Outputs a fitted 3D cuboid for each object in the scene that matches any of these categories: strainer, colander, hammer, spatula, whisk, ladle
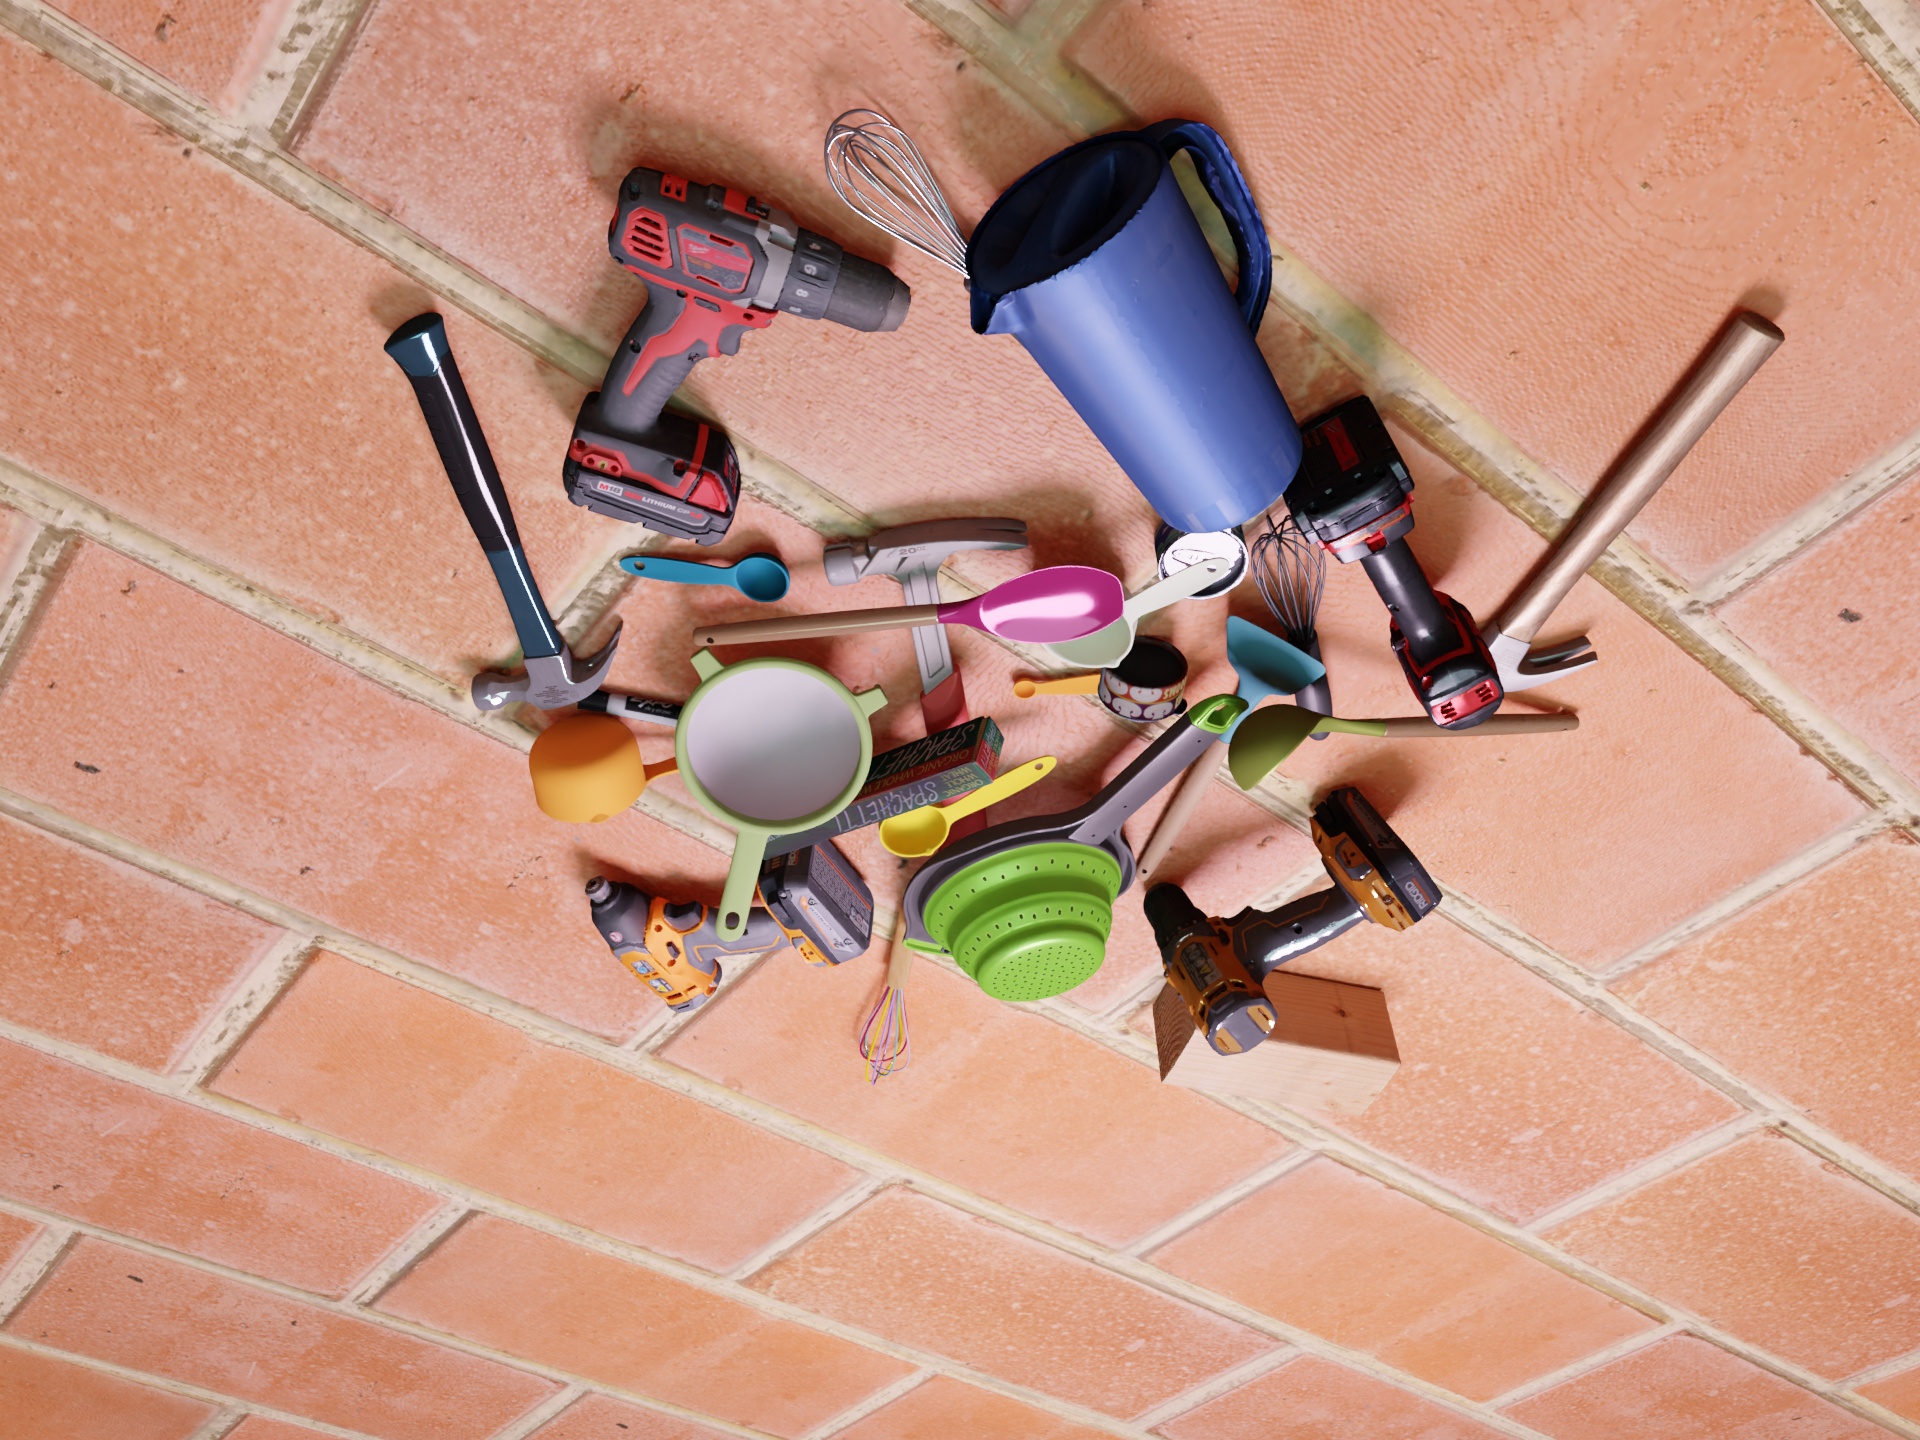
[{"bbox_3d":[-0.158,0.055,1.263,0.151,0.069,0.256,12,115,-9],"label":"strainer"},{"bbox_3d":[0.105,0.126,1.301,0.204,0.095,0.397,14,135,-35],"label":"colander"},{"bbox_3d":[-0.002,-0.004,1.260,0.149,0.037,0.358,-6,132,5],"label":"hammer"},{"bbox_3d":[0.200,0.036,1.294,0.082,0.044,0.317,30,133,8],"label":"spatula"},{"bbox_3d":[0.465,-0.145,1.138,0.130,0.031,0.331,16,130,-15],"label":"hammer"},{"bbox_3d":[-0.334,-0.137,1.135,0.128,0.033,0.330,-5,133,5],"label":"hammer"},{"bbox_3d":[0.006,-0.286,0.996,0.246,0.059,0.058,37,165,-34],"label":"whisk"},{"bbox_3d":[-0.062,0.259,1.506,0.047,0.051,0.244,-7,132,-23],"label":"whisk"},{"bbox_3d":[0.349,0.016,1.226,0.320,0.062,0.078,-1,159,-21],"label":"ladle"},{"bbox_3d":[0.257,-0.064,1.204,0.055,0.055,0.238,-12,137,11],"label":"whisk"}]

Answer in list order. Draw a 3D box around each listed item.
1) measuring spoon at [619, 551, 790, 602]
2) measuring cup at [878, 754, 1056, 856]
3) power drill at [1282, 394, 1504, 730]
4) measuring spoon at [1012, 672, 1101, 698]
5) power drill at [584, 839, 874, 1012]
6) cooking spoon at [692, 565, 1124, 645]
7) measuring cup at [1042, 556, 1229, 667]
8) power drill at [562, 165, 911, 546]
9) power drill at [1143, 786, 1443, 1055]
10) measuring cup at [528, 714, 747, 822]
[{"bbox_3d":[-0.187,-0.114,1.174,0.128,0.021,0.042,7,134,5],"label":"measuring spoon"},{"bbox_3d":[0.005,0.059,1.283,0.156,0.029,0.062,-27,128,7],"label":"measuring cup"},{"bbox_3d":[0.301,-0.108,1.106,0.078,0.143,0.219,-28,121,18],"label":"power drill"},{"bbox_3d":[0.099,-0.031,1.256,0.117,0.011,0.021,-5,133,-1],"label":"measuring spoon"},{"bbox_3d":[-0.209,0.169,1.391,0.226,0.084,0.164,-19,130,21],"label":"power drill"},{"bbox_3d":[-0.041,-0.076,1.155,0.319,0.017,0.068,-5,132,9],"label":"cooking spoon"},{"bbox_3d":[0.127,-0.093,1.154,0.167,0.038,0.083,-24,123,38],"label":"measuring cup"},{"bbox_3d":[-0.151,-0.227,1.027,0.187,0.080,0.226,16,128,-15],"label":"power drill"},{"bbox_3d":[0.266,0.155,1.346,0.226,0.186,0.084,-38,125,6],"label":"power drill"},{"bbox_3d":[-0.257,0.023,1.265,0.173,0.095,0.052,-16,127,-12],"label":"measuring cup"}]
